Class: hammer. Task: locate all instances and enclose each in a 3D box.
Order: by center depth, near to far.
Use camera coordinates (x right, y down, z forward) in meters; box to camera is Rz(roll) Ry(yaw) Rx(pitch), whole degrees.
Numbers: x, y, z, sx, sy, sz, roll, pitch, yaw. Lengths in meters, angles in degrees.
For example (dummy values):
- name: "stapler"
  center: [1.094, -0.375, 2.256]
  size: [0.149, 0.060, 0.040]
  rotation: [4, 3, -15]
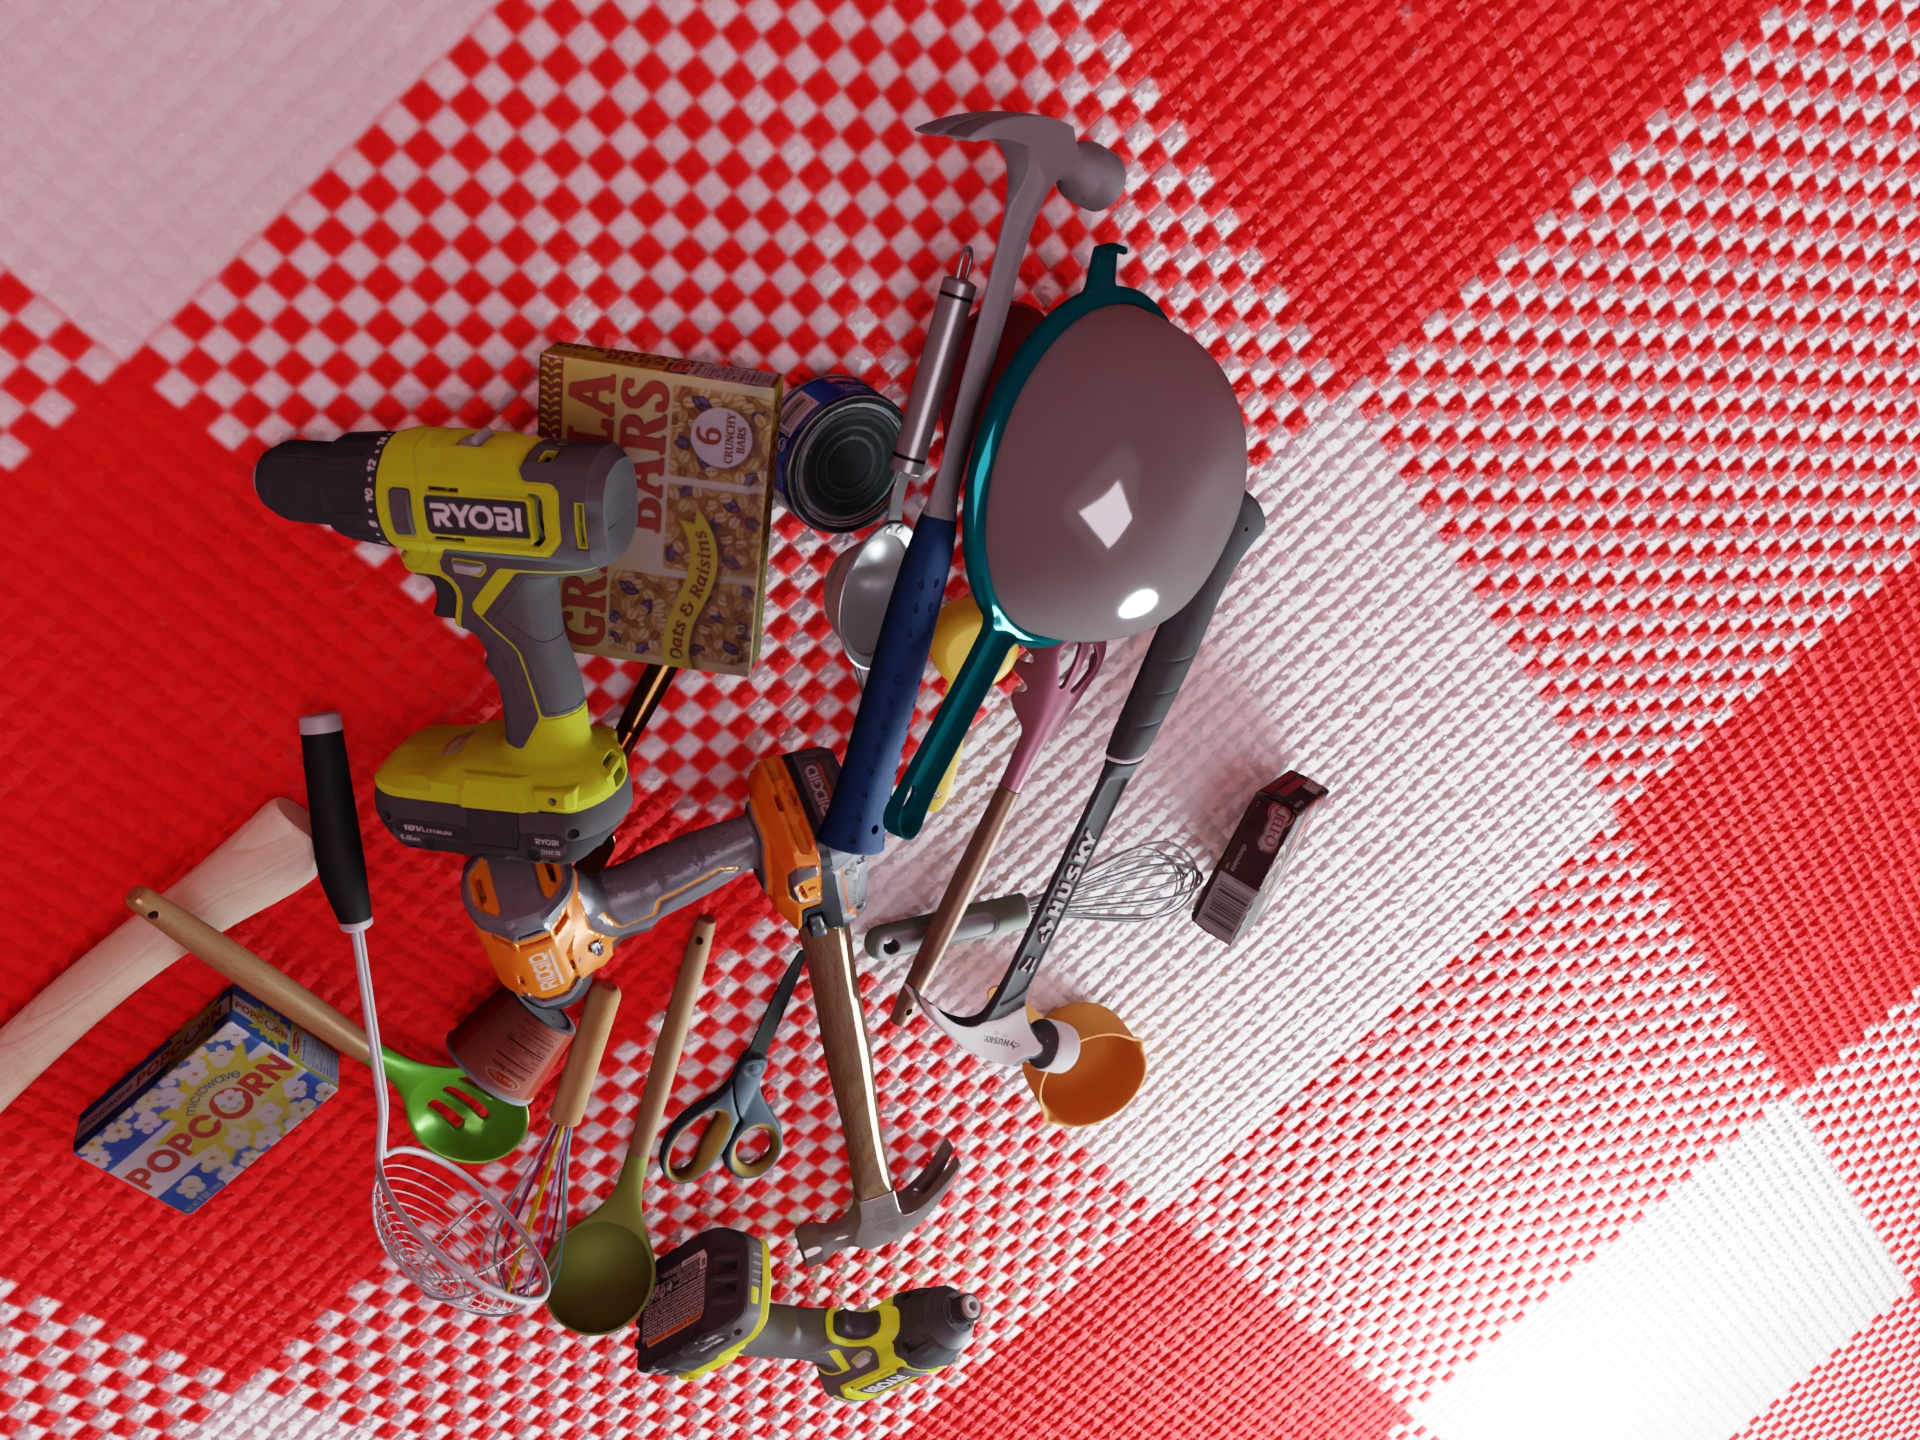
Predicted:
- name: "hammer"
  center: [-0.013, -0.121, 0.855]
  size: [0.144, 0.035, 0.405]
  rotation: [0, 109, -54]
- name: "hammer"
  center: [-0.537, 0.180, 0.902]
  size: [0.410, 0.038, 0.146]
  rotation: [-40, 123, 2]
- name: "hammer"
  center: [0.095, 0.037, 1.035]
  size: [0.149, 0.036, 0.409]
  rotation: [20, 96, -40]
- name: "hammer"
  center: [-0.073, 0.256, 1.127]
  size: [0.130, 0.031, 0.331]
  rotation: [-16, 125, -15]

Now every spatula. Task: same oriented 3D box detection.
- name: "spatula"
  center: [-0.188, -0.020, 0.944]
  size: [0.081, 0.041, 0.322]
  rotation: [24, 102, -32]

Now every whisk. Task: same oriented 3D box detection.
- name: "whisk"
  center: [-0.268, 0.285, 1.056]
  size: [0.047, 0.051, 0.245]
  rotation: [-16, 128, -69]
- name: "whisk"
  center: [0.053, 0.131, 1.111]
  size: [0.246, 0.059, 0.057]
  rotation: [-12, 109, -11]

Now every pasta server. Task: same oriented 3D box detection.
- name: "pasta server"
  center: [0.019, 0.064, 1.051]
  size: [0.060, 0.040, 0.316]
  rotation: [17, 106, -28]

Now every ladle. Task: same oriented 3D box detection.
- name: "ladle"
  center: [-0.018, -0.104, 0.963]
  size: [0.069, 0.031, 0.315]
  rotation: [9, 115, -24]
- name: "ladle"
  center: [-0.215, 0.277, 1.076]
  size: [0.078, 0.062, 0.320]
  rotation: [19, 108, 1]

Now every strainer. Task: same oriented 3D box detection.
- name: "strainer"
  center: [0.071, -0.074, 0.881]
  size: [0.340, 0.095, 0.210]
  rotation: [-62, 147, -10]
- name: "strainer"
  center: [-0.033, -0.135, 0.885]
  size: [0.087, 0.050, 0.258]
  rotation: [-11, 122, -62]

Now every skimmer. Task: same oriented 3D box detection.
- name: "skimmer"
  center: [-0.308, 0.170, 0.918]
  size: [0.090, 0.127, 0.363]
  rotation: [-8, 99, -13]

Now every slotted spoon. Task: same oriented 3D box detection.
- name: "slotted spoon"
  center: [-0.372, 0.184, 0.953]
  size: [0.070, 0.031, 0.313]
  rotation: [-37, 132, -1]

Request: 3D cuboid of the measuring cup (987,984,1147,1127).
- name: "measuring cup"
  center: [0.065, 0.228, 1.166]
  size: [0.095, 0.052, 0.173]
  rotation: [-42, 122, 4]

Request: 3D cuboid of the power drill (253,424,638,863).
- name: "power drill"
  center: [-0.264, -0.045, 0.841]
  size: [0.190, 0.080, 0.228]
  rotation: [5, 119, 7]

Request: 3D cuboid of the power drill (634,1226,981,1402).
- name: "power drill"
  center: [-0.108, 0.441, 1.168]
  size: [0.223, 0.080, 0.171]
  rotation: [23, 135, -30]

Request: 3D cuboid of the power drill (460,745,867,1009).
- name: "power drill"
  center: [-0.174, 0.107, 0.967]
  size: [0.226, 0.084, 0.164]
  rotation: [-17, 149, -14]

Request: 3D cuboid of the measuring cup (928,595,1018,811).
- name: "measuring cup"
  center: [-0.002, -0.003, 1.017]
  size: [0.062, 0.029, 0.156]
  rotation: [7, 115, -12]
